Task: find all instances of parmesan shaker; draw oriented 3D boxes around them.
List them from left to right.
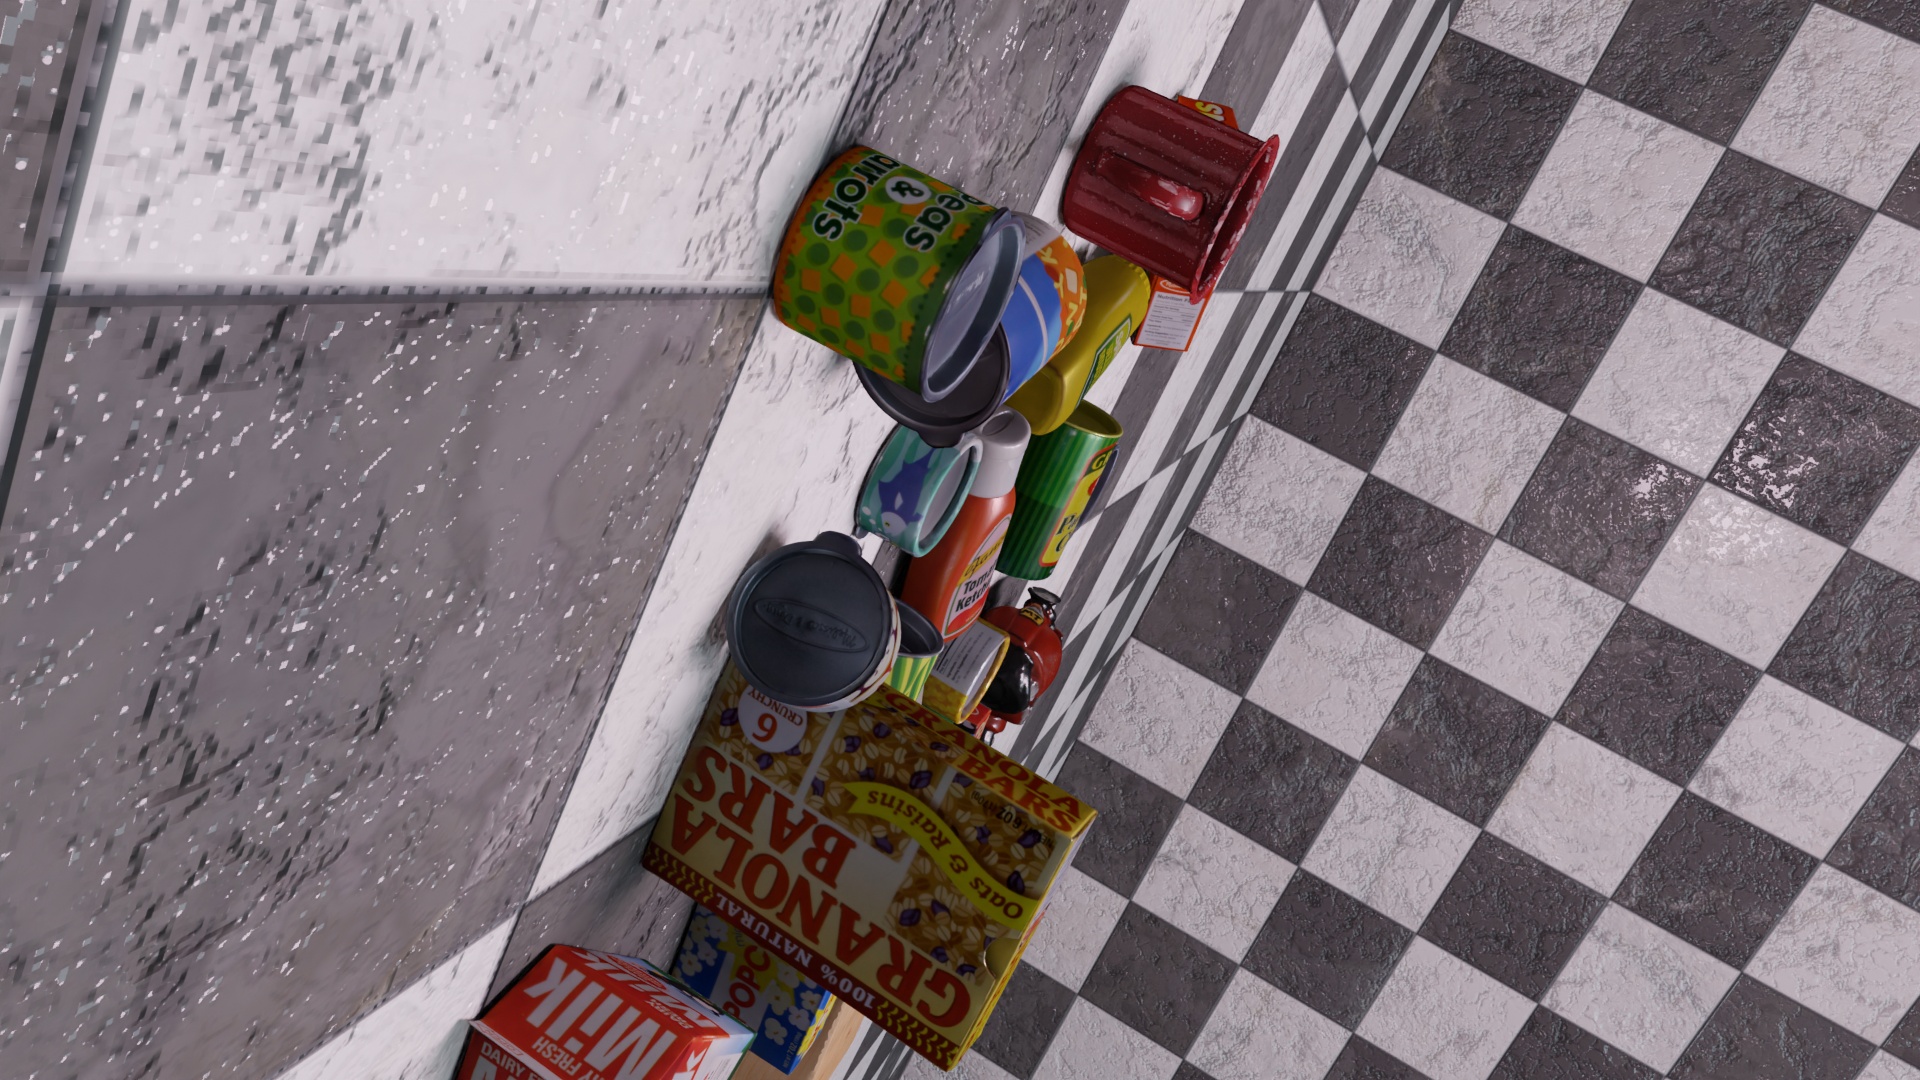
[{"bbox_3d":[0.047,-0.036,0.842,0.102,0.071,0.071,-66,167,21],"label":"parmesan shaker"}]

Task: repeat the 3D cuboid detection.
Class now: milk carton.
[{"bbox_3d":[-0.151,0.226,0.596,0.073,0.072,0.190,-58,169,-15],"label":"milk carton"}]

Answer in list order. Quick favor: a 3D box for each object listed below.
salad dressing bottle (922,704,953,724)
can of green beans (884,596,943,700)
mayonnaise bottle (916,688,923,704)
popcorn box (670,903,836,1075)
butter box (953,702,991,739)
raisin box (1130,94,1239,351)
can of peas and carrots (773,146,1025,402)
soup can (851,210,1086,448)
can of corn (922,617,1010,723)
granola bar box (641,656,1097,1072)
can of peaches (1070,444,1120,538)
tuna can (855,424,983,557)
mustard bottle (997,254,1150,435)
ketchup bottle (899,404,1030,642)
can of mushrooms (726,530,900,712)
[{"bbox_3d":[-0.035,0.154,0.987,0.064,0.044,0.147,-46,161,-59],"label":"salad dressing bottle"},{"bbox_3d":[-0.050,0.060,0.652,0.057,0.071,0.071,-64,168,17],"label":"can of green beans"},{"bbox_3d":[-0.049,0.108,0.832,0.065,0.041,0.147,-54,168,-25],"label":"mayonnaise bottle"},{"bbox_3d":[-0.100,0.214,0.747,0.038,0.085,0.126,-41,156,-61],"label":"popcorn box"},{"bbox_3d":[-0.016,0.150,1.038,0.024,0.053,0.103,-46,161,-45],"label":"butter box"},{"bbox_3d":[0.132,-0.188,0.833,0.122,0.040,0.086,107,-12,-46],"label":"raisin box"},{"bbox_3d":[-0.019,-0.089,0.453,0.071,0.059,0.070,-57,167,-21],"label":"can of peas and carrots"},{"bbox_3d":[0.005,-0.084,0.542,0.084,0.071,0.071,-46,161,-53],"label":"soup can"},{"bbox_3d":[-0.009,0.074,0.875,0.071,0.058,0.071,-57,167,-20],"label":"can of corn"},{"bbox_3d":[-0.043,0.128,0.596,0.123,0.166,0.039,-65,165,16],"label":"granola bar box"},{"bbox_3d":[0.062,-0.044,0.906,0.071,0.058,0.071,-57,168,-18],"label":"can of peaches"},{"bbox_3d":[-0.020,-0.025,0.662,0.071,0.033,0.070,-57,167,-20],"label":"tuna can"},{"bbox_3d":[0.071,-0.123,0.780,0.161,0.049,0.065,-51,167,-41],"label":"mustard bottle"},{"bbox_3d":[0.003,-0.010,0.769,0.065,0.043,0.148,-41,157,-43],"label":"ketchup bottle"},{"bbox_3d":[-0.057,0.033,0.559,0.071,0.071,0.033,-59,169,-9],"label":"can of mushrooms"}]
